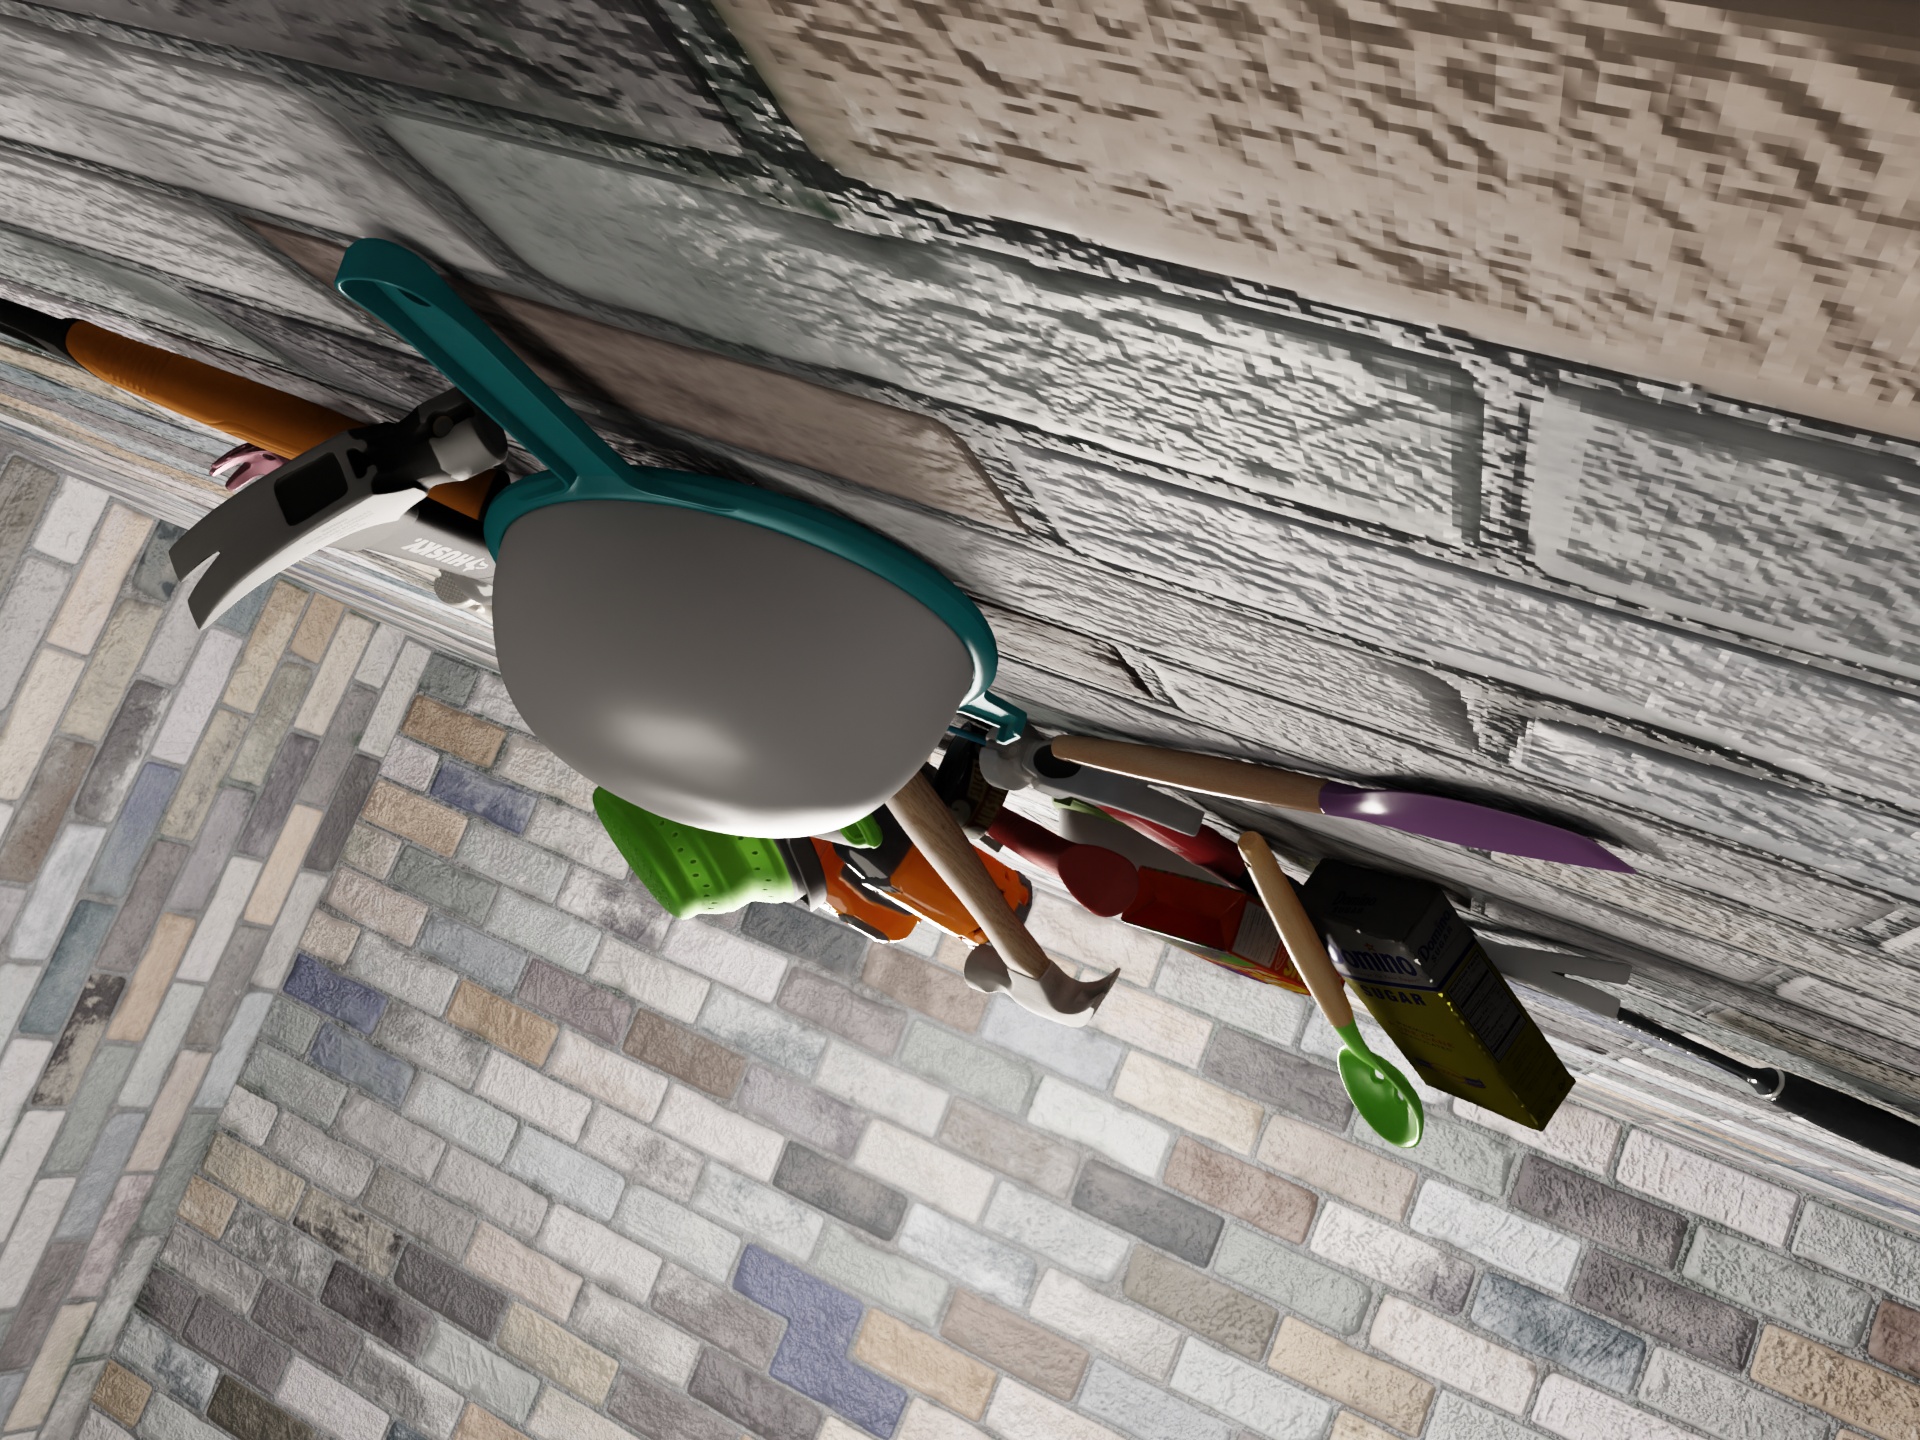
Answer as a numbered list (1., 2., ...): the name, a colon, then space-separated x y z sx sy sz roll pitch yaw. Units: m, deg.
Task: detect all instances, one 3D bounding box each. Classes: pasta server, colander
1. pasta server: -0.374 -0.145 0.910 0.060 0.040 0.316 40 164 -29
2. colander: -0.157 0.071 1.034 0.204 0.094 0.397 59 160 -14

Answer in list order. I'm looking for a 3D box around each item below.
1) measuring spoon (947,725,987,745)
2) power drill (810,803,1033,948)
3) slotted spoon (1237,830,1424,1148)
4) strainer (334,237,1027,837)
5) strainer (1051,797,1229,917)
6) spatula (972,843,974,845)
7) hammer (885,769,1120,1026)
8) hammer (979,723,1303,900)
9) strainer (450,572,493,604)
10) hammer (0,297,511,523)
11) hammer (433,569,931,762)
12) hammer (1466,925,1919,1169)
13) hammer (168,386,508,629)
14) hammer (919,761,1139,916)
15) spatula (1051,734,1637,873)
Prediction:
1. measuring spoon: -0.001 -0.003 0.904 0.128 0.021 0.042 22 178 -42
2. power drill: -0.060 0.103 1.161 0.164 0.084 0.226 33 165 -16
3. slotted spoon: 0.216 0.160 0.922 0.070 0.031 0.313 35 164 47
4. strainer: -0.117 -0.032 0.574 0.211 0.095 0.340 6 160 22
5. strainer: 0.124 0.115 1.185 0.151 0.069 0.256 22 172 2
6. spatula: -0.082 0.049 1.221 0.322 0.041 0.081 38 168 -28
7. hammer: -0.001 0.083 0.935 0.130 0.031 0.331 14 149 40
8. hammer: 0.176 0.090 0.962 0.143 0.038 0.385 14 169 42
9. strainer: -0.263 -0.097 0.931 0.086 0.050 0.258 41 164 -20
10. hammer: -0.370 -0.162 0.723 0.336 0.034 0.127 21 161 -10
11. hammer: -0.217 -0.032 1.293 0.410 0.038 0.146 21 175 7
12. hammer: 0.478 0.211 0.955 0.408 0.036 0.149 24 172 -15
13. hammer: -0.220 -0.073 0.749 0.334 0.146 0.035 22 -136 -81
14. hammer: 0.036 0.075 1.067 0.149 0.037 0.359 35 176 -20
15. spatula: 0.139 0.029 0.687 0.059 0.018 0.316 28 170 -33
